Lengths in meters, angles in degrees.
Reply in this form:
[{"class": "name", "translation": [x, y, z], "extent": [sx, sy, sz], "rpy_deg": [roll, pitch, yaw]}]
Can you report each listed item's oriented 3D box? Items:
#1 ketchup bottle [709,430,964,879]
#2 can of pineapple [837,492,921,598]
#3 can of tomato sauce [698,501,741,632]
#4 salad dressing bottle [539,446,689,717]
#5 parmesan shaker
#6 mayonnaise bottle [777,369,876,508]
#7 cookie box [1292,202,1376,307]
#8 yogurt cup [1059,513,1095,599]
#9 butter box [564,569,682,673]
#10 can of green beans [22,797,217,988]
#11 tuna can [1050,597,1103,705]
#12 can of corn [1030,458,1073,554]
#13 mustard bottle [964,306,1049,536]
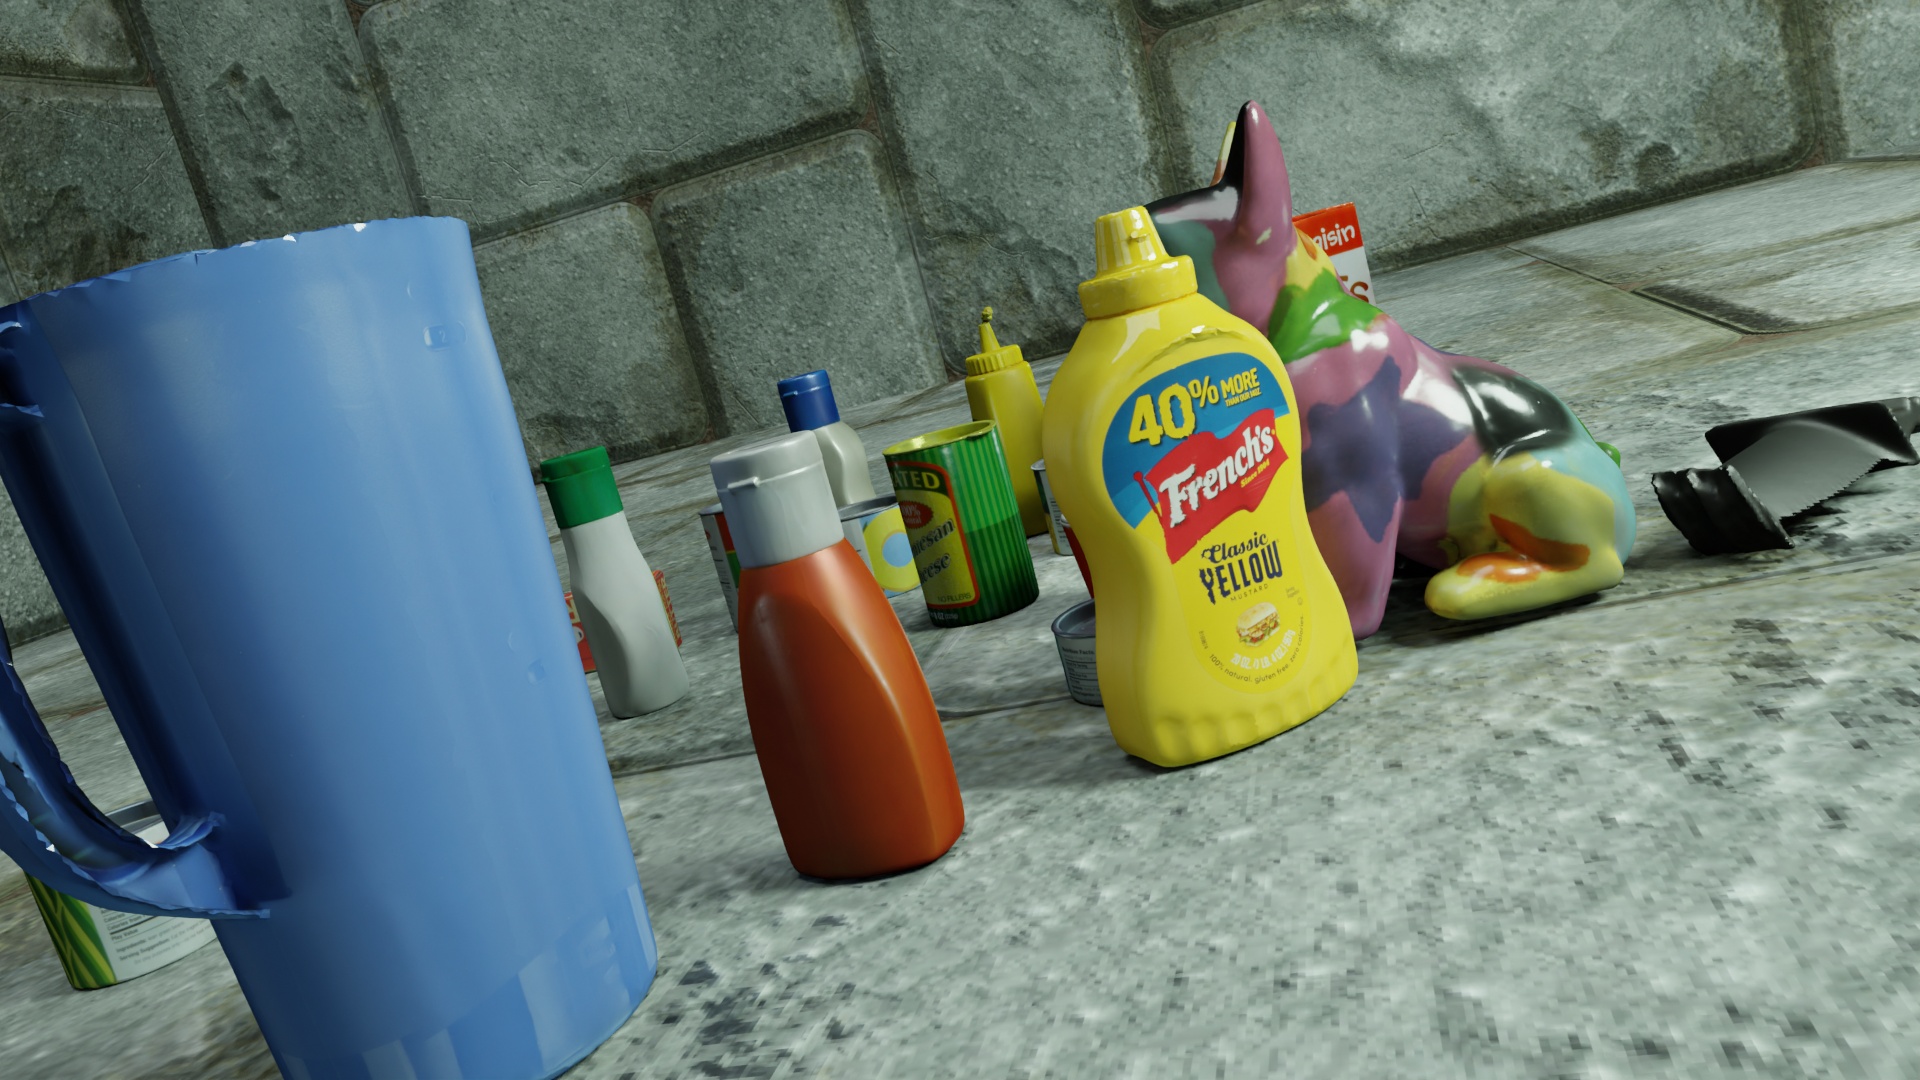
[{"class": "ketchup bottle", "translation": [-0.047, 0.039, 0.470], "extent": [0.064, 0.148, 0.044], "rpy_deg": [-11, 11, 23]}, {"class": "can of pineapple", "translation": [-0.056, 0.005, 0.916], "extent": [0.071, 0.057, 0.071], "rpy_deg": [-15, 10, 3]}, {"class": "can of tomato sauce", "translation": [-0.127, 0.011, 0.915], "extent": [0.071, 0.083, 0.071], "rpy_deg": [-15, 10, 3]}, {"class": "salad dressing bottle", "translation": [-0.193, 0.022, 0.770], "extent": [0.044, 0.147, 0.064], "rpy_deg": [-21, 12, -31]}, {"class": "parmesan shaker", "translation": [0.003, -0.010, 0.783], "extent": [0.071, 0.103, 0.071], "rpy_deg": [-15, 10, 3]}, {"class": "mayonnaise bottle", "translation": [-0.091, -0.045, 0.976], "extent": [0.064, 0.147, 0.041], "rpy_deg": [-9, 12, 32]}, {"class": "cookie box", "translation": [0.203, -0.112, 0.858], "extent": [0.123, 0.167, 0.040], "rpy_deg": [-19, 10, -21]}, {"class": "yogurt cup", "translation": [0.090, 0.004, 0.719], "extent": [0.072, 0.054, 0.072], "rpy_deg": [-15, 10, 3]}, {"class": "butter box", "translation": [-0.239, 0.057, 0.914], "extent": [0.103, 0.053, 0.024], "rpy_deg": [-14, 10, 5]}, {"class": "can of green beans", "translation": [-0.350, 0.147, 0.587], "extent": [0.071, 0.057, 0.071], "rpy_deg": [-15, 10, 3]}, {"class": "tuna can", "translation": [0.076, 0.043, 0.594], "extent": [0.071, 0.032, 0.071], "rpy_deg": [-15, 10, 3]}, {"class": "can of corn", "translation": [0.085, -0.028, 0.887], "extent": [0.071, 0.058, 0.071], "rpy_deg": [-15, 10, 3]}, {"class": "mustard bottle", "translation": [0.034, -0.084, 0.972], "extent": [0.049, 0.160, 0.065], "rpy_deg": [-18, 10, -13]}]
